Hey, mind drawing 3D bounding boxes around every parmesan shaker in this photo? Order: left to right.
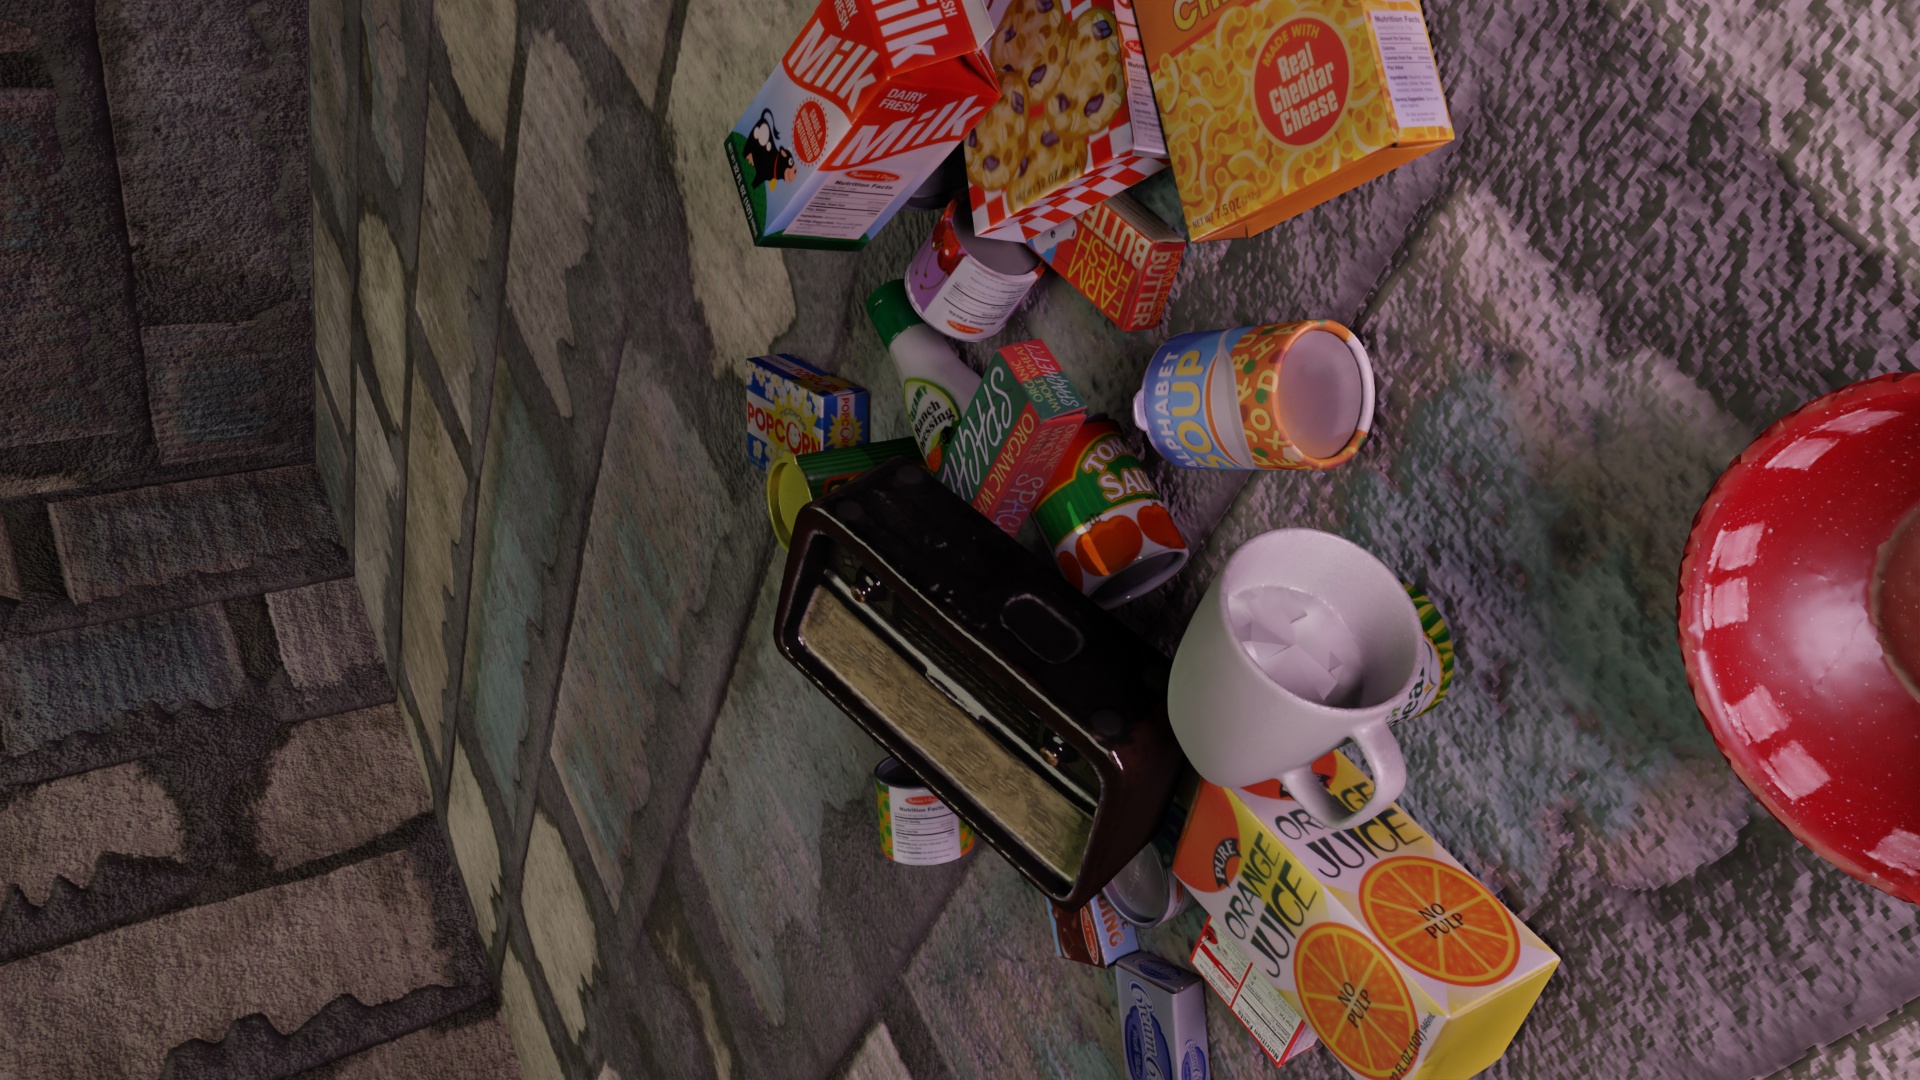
[{"bbox_3d":[-0.067,-0.033,0.915,0.071,0.103,0.071,26,122,51],"label":"parmesan shaker"}]

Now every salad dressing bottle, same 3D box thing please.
[{"bbox_3d":[-0.015,-0.097,0.870,0.148,0.044,0.064,64,144,22],"label":"salad dressing bottle"}]

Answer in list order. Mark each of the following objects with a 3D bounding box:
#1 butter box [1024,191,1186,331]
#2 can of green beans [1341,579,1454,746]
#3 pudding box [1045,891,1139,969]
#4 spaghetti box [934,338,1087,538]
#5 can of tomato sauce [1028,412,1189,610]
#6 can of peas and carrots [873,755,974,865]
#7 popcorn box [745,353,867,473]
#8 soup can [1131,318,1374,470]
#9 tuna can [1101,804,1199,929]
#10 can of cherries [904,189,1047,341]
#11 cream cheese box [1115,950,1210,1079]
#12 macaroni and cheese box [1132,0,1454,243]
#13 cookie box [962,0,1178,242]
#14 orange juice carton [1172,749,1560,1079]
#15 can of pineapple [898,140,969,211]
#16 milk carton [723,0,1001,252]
[{"bbox_3d":[0.073,-0.159,0.731,0.104,0.024,0.052,50,138,37],"label":"butter box"},{"bbox_3d":[0.173,0.053,0.612,0.071,0.058,0.071,24,120,52],"label":"can of green beans"},{"bbox_3d":[0.075,0.212,0.843,0.049,0.030,0.083,-13,89,57],"label":"pudding box"},{"bbox_3d":[0.003,-0.010,0.761,0.050,0.029,0.248,61,147,24],"label":"spaghetti box"},{"bbox_3d":[0.075,-0.014,0.737,0.083,0.071,0.070,64,145,20],"label":"can of tomato sauce"},{"bbox_3d":[-0.024,0.182,0.956,0.071,0.071,0.058,17,115,54],"label":"can of peas and carrots"},{"bbox_3d":[-0.117,-0.084,1.037,0.127,0.038,0.085,30,124,50],"label":"popcorn box"},{"bbox_3d":[0.131,-0.064,0.627,0.083,0.071,0.071,4,104,57],"label":"soup can"},{"bbox_3d":[0.105,0.180,0.783,0.071,0.033,0.070,24,120,52],"label":"tuna can"},{"bbox_3d":[0.009,-0.159,0.792,0.058,0.072,0.071,-49,59,51],"label":"can of cherries"},{"bbox_3d":[0.119,0.297,0.807,0.053,0.024,0.103,8,107,56],"label":"cream cheese box"},{"bbox_3d":[0.133,-0.229,0.600,0.123,0.040,0.166,-17,86,57],"label":"macaroni and cheese box"},{"bbox_3d":[0.048,-0.251,0.700,0.122,0.040,0.167,-16,79,52],"label":"cookie box"},{"bbox_3d":[0.166,0.156,0.642,0.193,0.073,0.071,47,138,41],"label":"orange juice carton"},{"bbox_3d":[-0.017,-0.233,0.805,0.070,0.071,0.058,-37,68,55],"label":"can of pineapple"},{"bbox_3d":[-0.045,-0.233,0.727,0.189,0.073,0.072,-35,67,48],"label":"milk carton"}]
